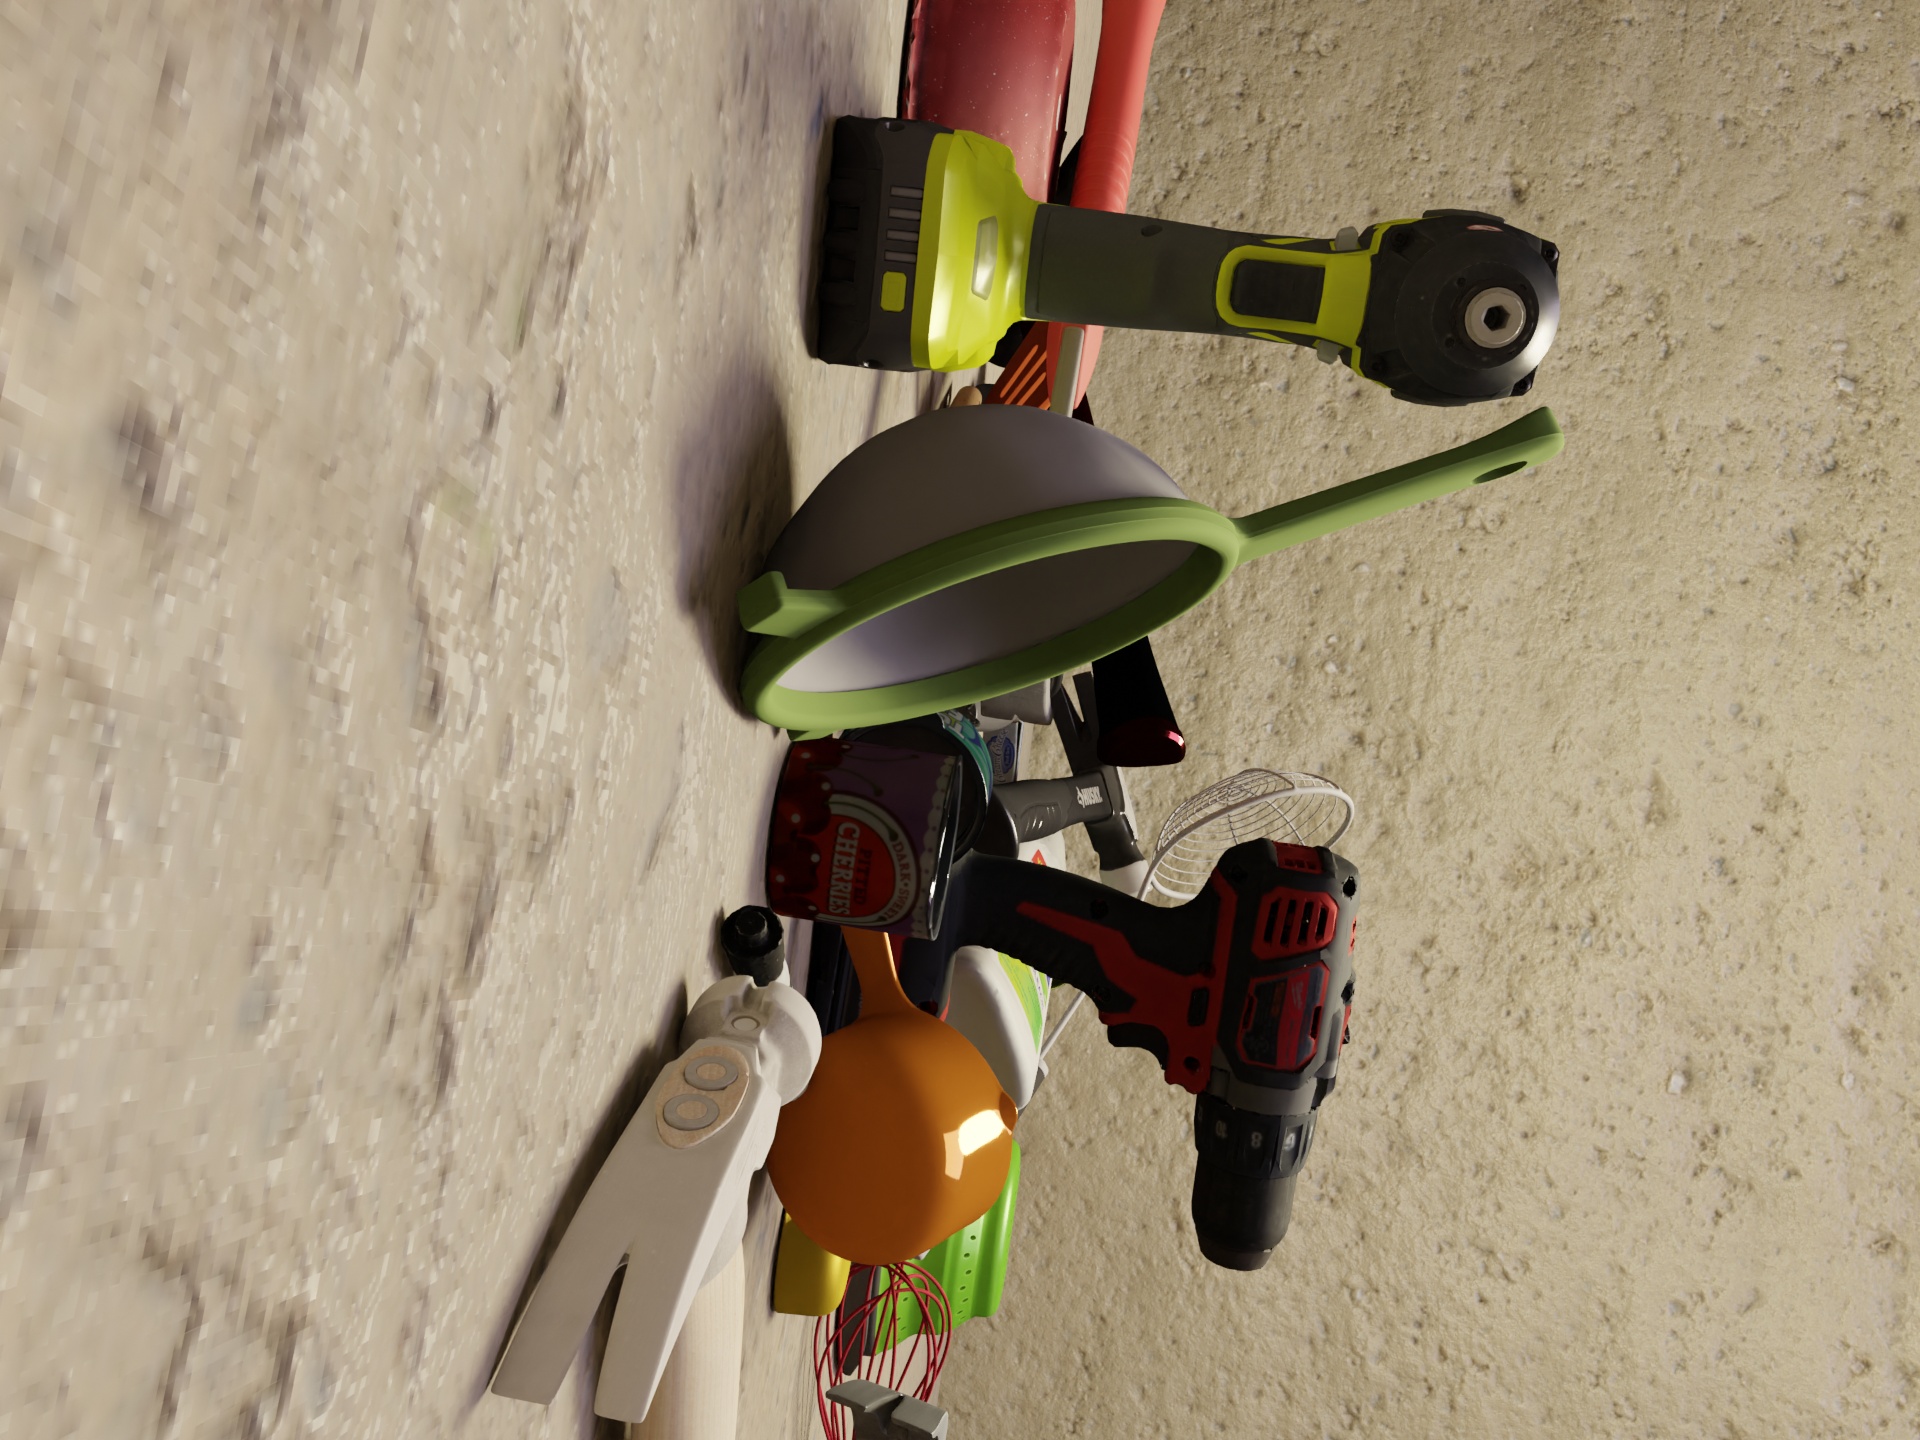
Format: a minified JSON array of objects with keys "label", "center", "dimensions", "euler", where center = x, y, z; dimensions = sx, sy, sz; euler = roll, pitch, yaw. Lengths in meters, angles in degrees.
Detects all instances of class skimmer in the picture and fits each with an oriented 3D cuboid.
[{"label":"skimmer","center":[0.098,0.163,0.896],"dimensions":[0.363,0.090,0.127],"euler":[-50,162,-27]}]

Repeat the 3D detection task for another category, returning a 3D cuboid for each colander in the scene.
[{"label":"colander","center":[-0.014,0.279,0.951],"dimensions":[0.396,0.094,0.205],"euler":[90,10,-61]}]

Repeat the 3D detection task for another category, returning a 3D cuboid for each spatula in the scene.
[{"label":"spatula","center":[0.010,-0.069,0.837],"dimensions":[0.081,0.041,0.322],"euler":[-98,-163,-52]}]

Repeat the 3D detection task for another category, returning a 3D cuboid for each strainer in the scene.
[{"label":"strainer","center":[0.050,-0.069,0.473],"dimensions":[0.151,0.256,0.069],"euler":[93,-22,-77]}]

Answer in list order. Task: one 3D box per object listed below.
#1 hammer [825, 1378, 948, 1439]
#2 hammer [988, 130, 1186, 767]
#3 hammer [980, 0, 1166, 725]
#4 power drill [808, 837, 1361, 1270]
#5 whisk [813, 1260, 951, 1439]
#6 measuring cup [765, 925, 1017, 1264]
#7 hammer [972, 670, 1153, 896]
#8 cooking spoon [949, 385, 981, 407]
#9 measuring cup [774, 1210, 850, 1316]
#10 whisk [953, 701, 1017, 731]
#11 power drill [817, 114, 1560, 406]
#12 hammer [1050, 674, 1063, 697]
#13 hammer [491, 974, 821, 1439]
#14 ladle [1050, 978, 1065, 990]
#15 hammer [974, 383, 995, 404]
[{"label":"hammer","center":[-0.066,0.285,0.378],"dimensions":[0.331,0.033,0.128],"euler":[-40,143,-67]},{"label":"hammer","center":[0.062,-0.139,0.789],"dimensions":[0.143,0.038,0.387],"euler":[110,-21,-44]},{"label":"hammer","center":[0.052,-0.180,0.678],"dimensions":[0.149,0.037,0.359],"euler":[85,15,-73]},{"label":"power drill","center":[0.051,0.134,0.687],"dimensions":[0.080,0.226,0.188],"euler":[-58,155,-78]},{"label":"whisk","center":[-0.058,0.408,0.875],"dimensions":[0.073,0.073,0.295],"euler":[-71,173,-66]},{"label":"measuring cup","center":[-0.041,0.115,0.590],"dimensions":[0.052,0.095,0.173],"euler":[-14,90,-57]},{"label":"hammer","center":[0.050,0.042,0.884],"dimensions":[0.334,0.035,0.146],"euler":[2,73,-74]},{"label":"cooking spoon","center":[-0.018,-0.099,0.746],"dimensions":[0.319,0.017,0.068],"euler":[-75,172,-58]},{"label":"measuring cup","center":[-0.054,0.198,0.731],"dimensions":[0.157,0.029,0.062],"euler":[-75,172,-45]},{"label":"whisk","center":[0.000,-0.002,0.769],"dimensions":[0.239,0.055,0.055],"euler":[-16,114,-76]},{"label":"power drill","center":[0.073,-0.144,0.517],"dimensions":[0.171,0.223,0.080],"euler":[-67,163,-72]},{"label":"hammer","center":[0.046,-0.117,0.924],"dimensions":[0.337,0.034,0.127],"euler":[-84,178,-52]},{"label":"hammer","center":[-0.087,0.285,0.455],"dimensions":[0.146,0.038,0.410],"euler":[-67,164,-67]},{"label":"ladle","center":[0.014,0.152,0.956],"dimensions":[0.320,0.062,0.078],"euler":[-12,107,-70]},{"label":"hammer","center":[0.001,-0.009,1.025],"dimensions":[0.149,0.036,0.409],"euler":[-67,164,-76]}]
